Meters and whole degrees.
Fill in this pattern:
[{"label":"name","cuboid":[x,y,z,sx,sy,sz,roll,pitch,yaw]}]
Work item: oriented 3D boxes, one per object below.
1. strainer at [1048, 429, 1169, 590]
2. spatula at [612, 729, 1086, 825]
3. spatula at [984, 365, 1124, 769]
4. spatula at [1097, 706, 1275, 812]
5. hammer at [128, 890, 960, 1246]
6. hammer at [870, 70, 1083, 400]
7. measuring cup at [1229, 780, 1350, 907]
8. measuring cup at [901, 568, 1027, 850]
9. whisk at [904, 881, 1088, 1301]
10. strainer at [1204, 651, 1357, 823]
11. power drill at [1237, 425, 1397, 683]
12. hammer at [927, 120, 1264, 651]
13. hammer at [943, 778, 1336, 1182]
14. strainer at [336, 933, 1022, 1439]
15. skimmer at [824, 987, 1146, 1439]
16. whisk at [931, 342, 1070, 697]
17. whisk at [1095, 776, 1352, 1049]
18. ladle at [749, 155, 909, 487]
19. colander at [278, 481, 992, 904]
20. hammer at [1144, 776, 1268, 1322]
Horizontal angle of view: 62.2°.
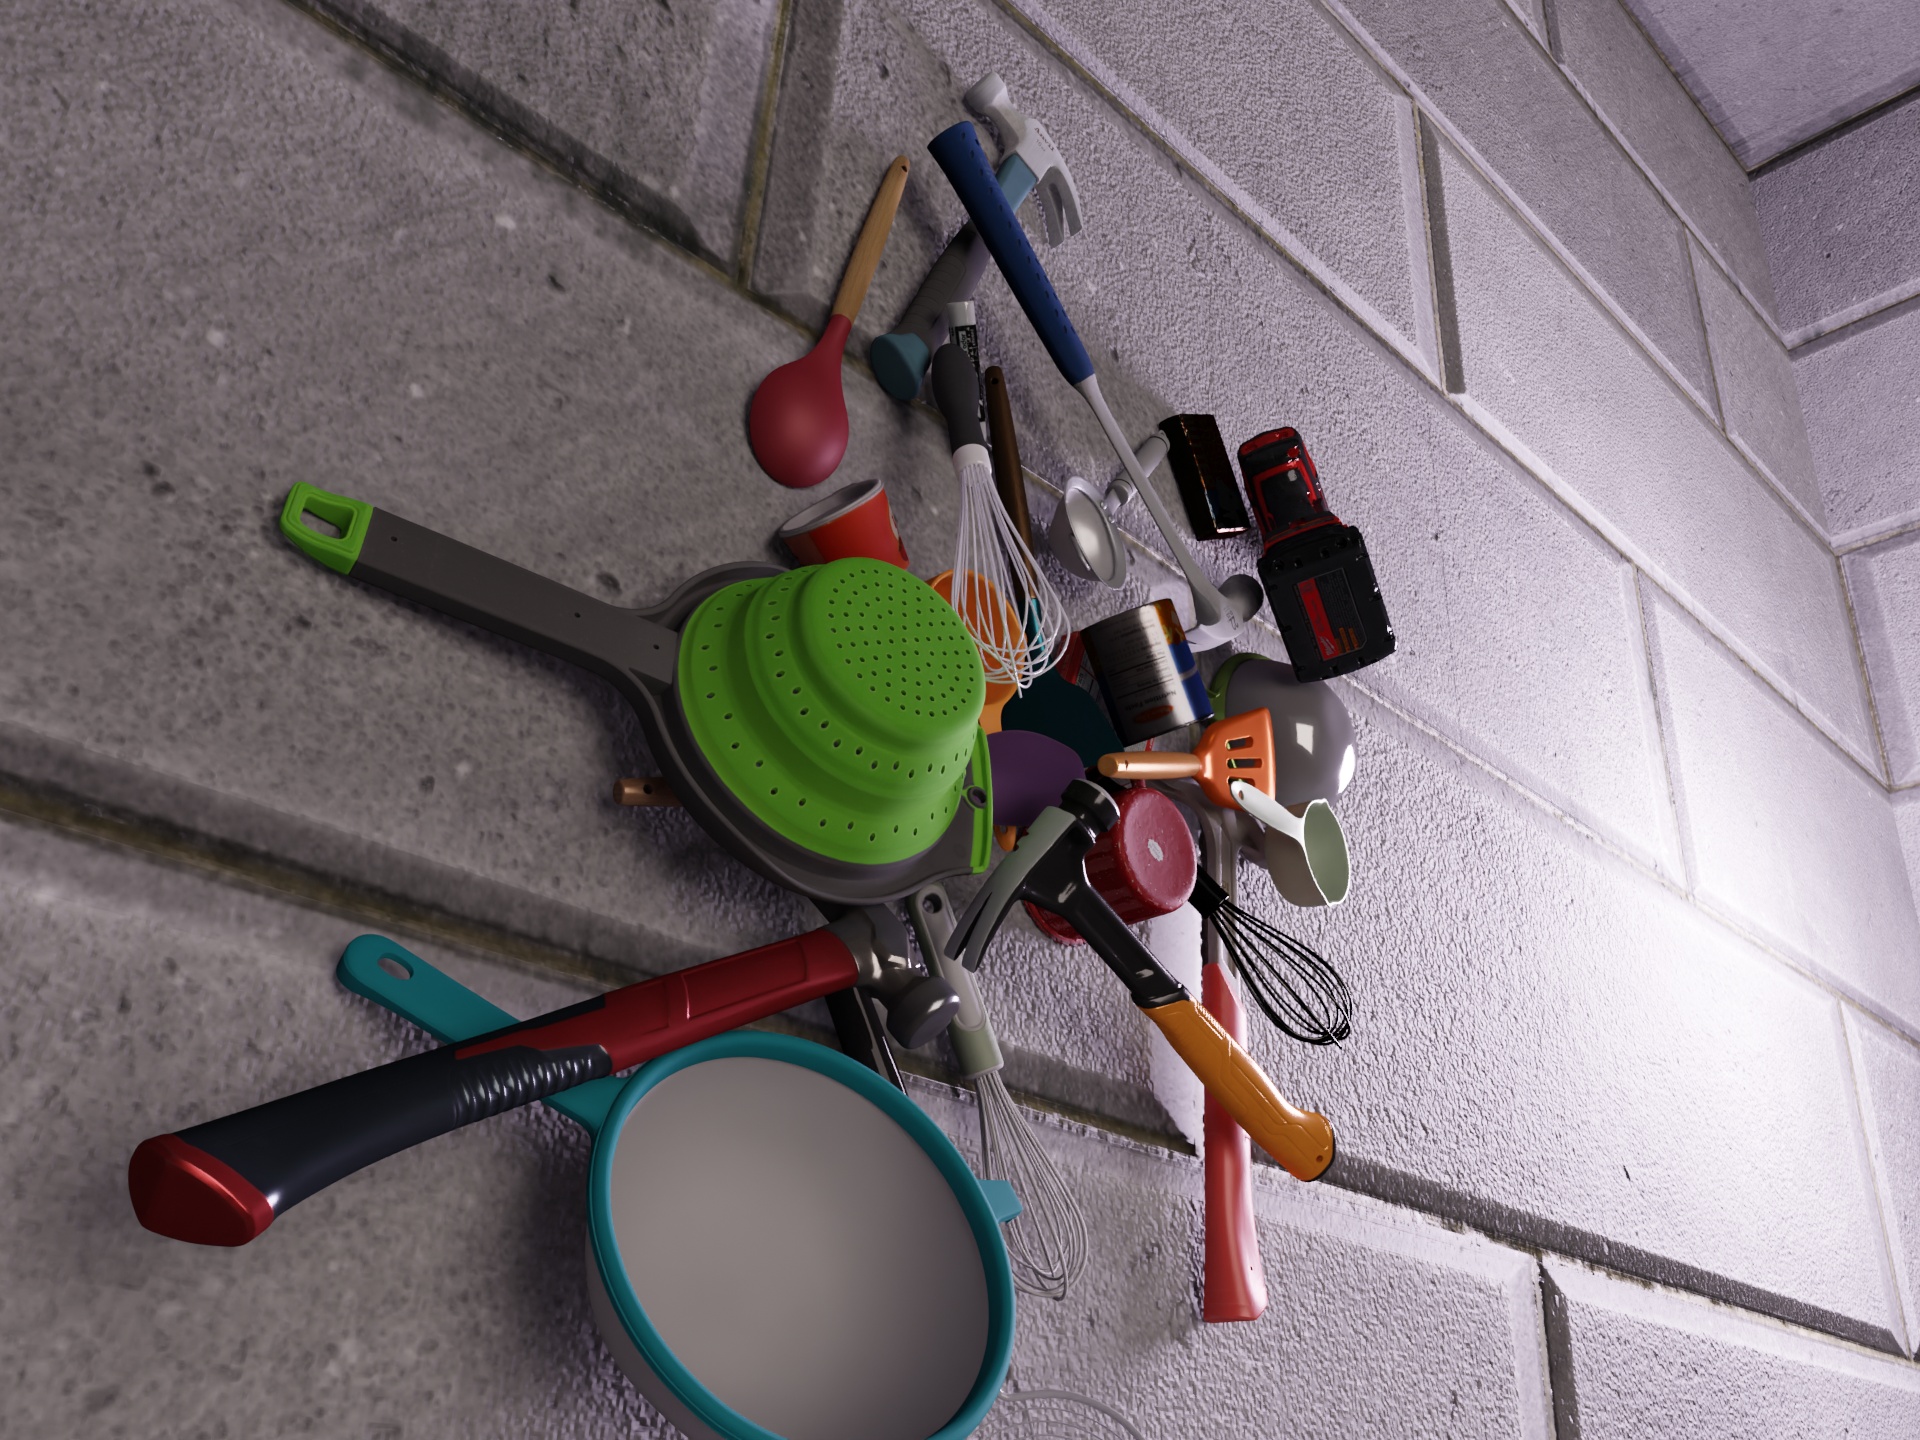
[{"label":"strainer","cuboid":[0.113,-0.162,1.170,0.086,0.050,0.258,60,35,-17]},{"label":"spatula","cuboid":[-0.046,0.035,0.880,0.315,0.018,0.060,0,73,-39]},{"label":"spatula","cuboid":[0.043,-0.107,1.064,0.044,0.082,0.318,78,4,-69]},{"label":"spatula","cuboid":[0.151,0.028,1.026,0.322,0.041,0.081,3,84,-68]},{"label":"hammer","cuboid":[-0.162,0.123,0.680,0.143,0.038,0.386,45,29,24]},{"label":"hammer","cuboid":[0.007,-0.340,1.140,0.128,0.033,0.331,45,46,-23]},{"label":"measuring cup","cuboid":[0.219,0.080,1.114,0.167,0.038,0.083,32,53,-42]},{"label":"measuring cup","cuboid":[-0.002,-0.003,0.971,0.095,0.052,0.174,-4,82,-47]},{"label":"whisk","cuboid":[0.016,0.206,0.900,0.058,0.059,0.246,-15,79,-21]},{"label":"strainer","cuboid":[0.226,-0.008,1.197,0.256,0.069,0.152,26,55,-39]},{"label":"power drill","cuboid":[0.274,-0.129,1.254,0.220,0.078,0.143,-88,155,-58]},{"label":"hammer","cuboid":[0.091,-0.229,1.116,0.405,0.035,0.144,60,33,-7]},{"label":"hammer","cuboid":[0.129,0.187,0.961,0.127,0.034,0.336,-50,119,-13]},{"label":"strainer","cuboid":[-0.139,0.216,0.708,0.340,0.095,0.211,34,30,-5]},{"label":"skimmer","cuboid":[-0.002,0.279,0.814,0.127,0.090,0.363,-19,84,-18]},{"label":"whisk","cuboid":[0.012,-0.131,0.964,0.070,0.070,0.285,25,41,-38]},{"label":"whisk","cuboid":[0.166,0.122,1.040,0.239,0.055,0.055,46,39,15]},{"label":"ladle","cuboid":[-0.071,-0.273,1.033,0.069,0.031,0.316,39,47,-30]},{"label":"colander","cuboid":[-0.122,-0.044,0.782,0.396,0.094,0.205,23,46,-27]},{"label":"hammer","cuboid":[0.173,0.213,1.069,0.149,0.037,0.359,27,54,-36]}]
